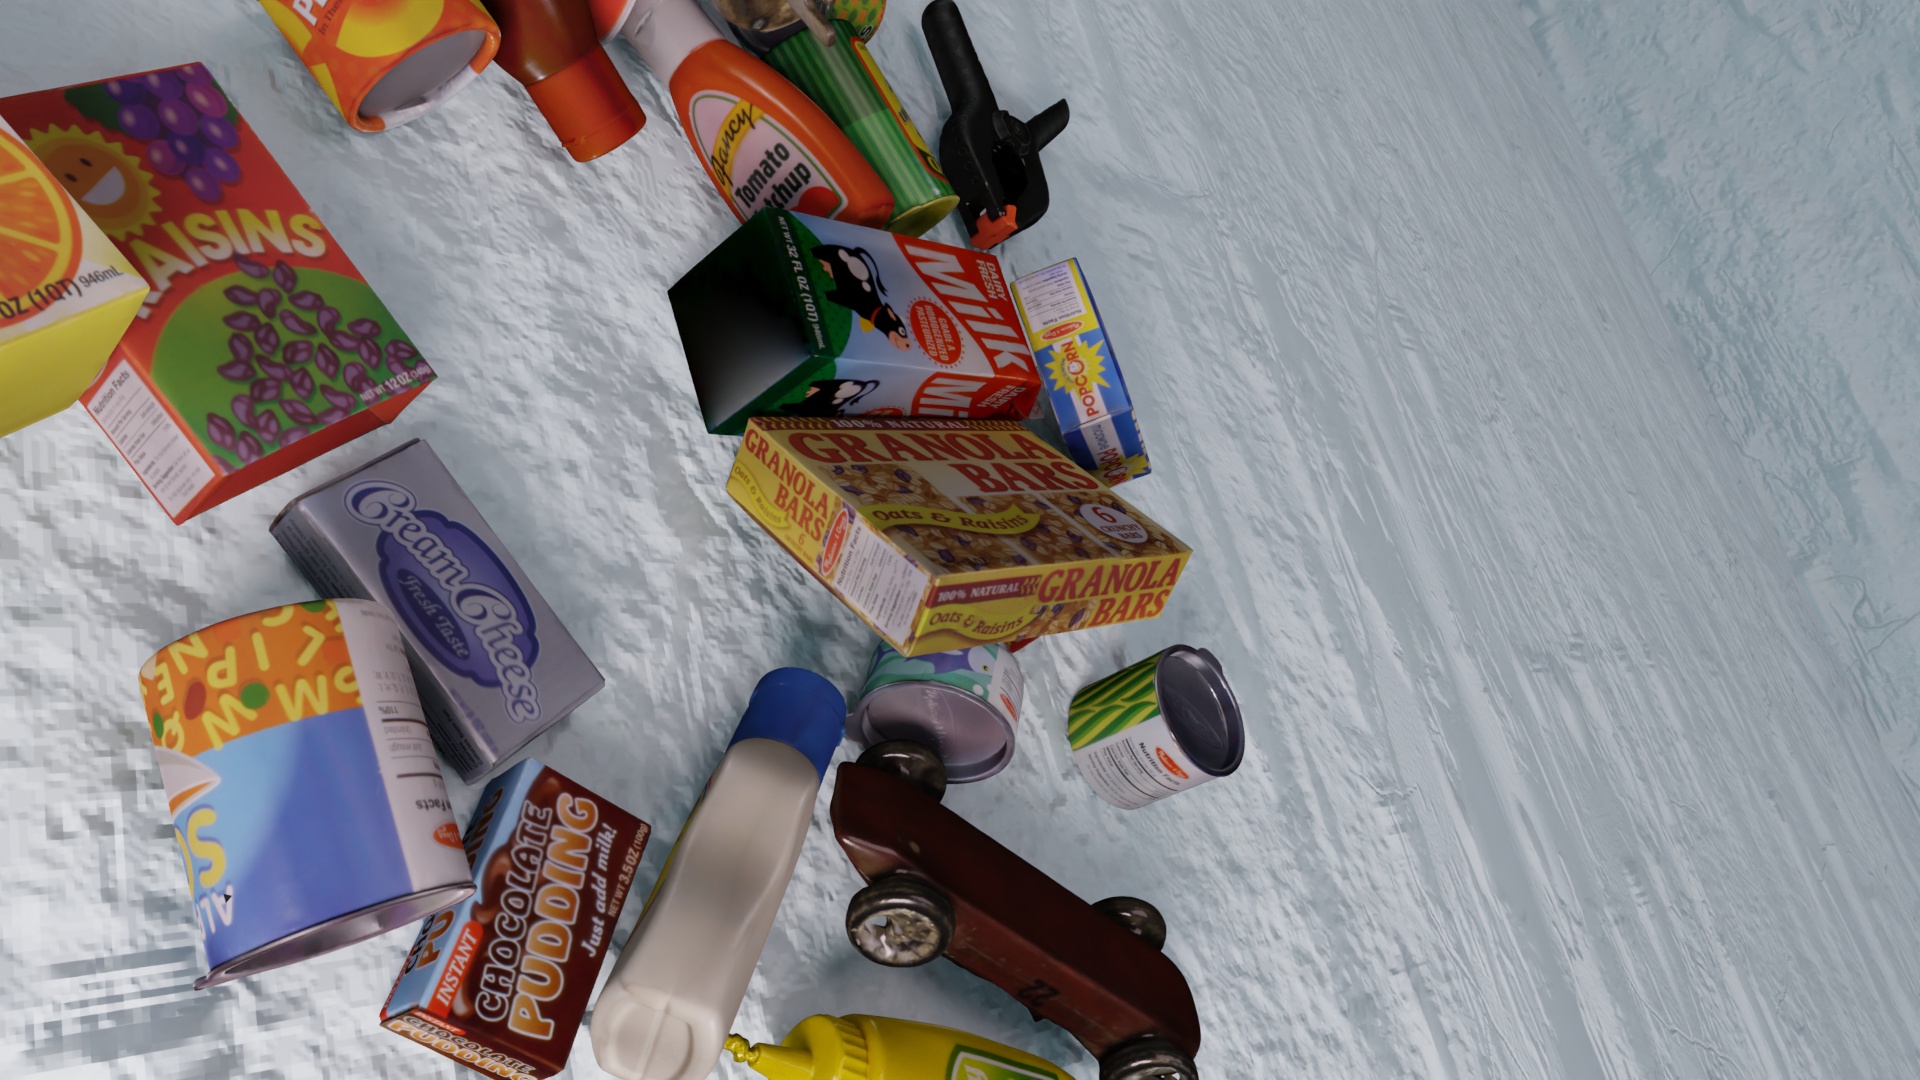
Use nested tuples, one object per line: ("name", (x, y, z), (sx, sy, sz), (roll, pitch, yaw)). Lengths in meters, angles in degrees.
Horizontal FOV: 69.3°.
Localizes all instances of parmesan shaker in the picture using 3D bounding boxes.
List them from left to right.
("parmesan shaker", (-0.054, -0.196, 0.686), (0.103, 0.071, 0.071), (59, 37, -1))

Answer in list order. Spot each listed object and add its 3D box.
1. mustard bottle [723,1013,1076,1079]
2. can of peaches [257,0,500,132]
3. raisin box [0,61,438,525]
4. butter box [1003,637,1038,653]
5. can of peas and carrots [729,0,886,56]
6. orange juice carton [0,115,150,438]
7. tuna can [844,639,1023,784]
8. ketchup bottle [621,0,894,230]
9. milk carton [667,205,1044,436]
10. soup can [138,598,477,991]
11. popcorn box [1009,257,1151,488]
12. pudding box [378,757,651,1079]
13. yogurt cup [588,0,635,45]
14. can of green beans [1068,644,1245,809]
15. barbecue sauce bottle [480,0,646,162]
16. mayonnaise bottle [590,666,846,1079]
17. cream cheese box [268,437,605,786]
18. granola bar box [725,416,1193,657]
("mustard bottle", (-0.017, 0.199, 0.480), (0.160, 0.048, 0.065), (33, 42, -31))
("can of peaches", (-0.212, -0.192, 0.505), (0.058, 0.071, 0.071), (55, 37, -7))
("raisin box", (-0.236, -0.078, 0.425), (0.123, 0.040, 0.086), (55, 38, -8))
("butter box", (0.041, 0.011, 0.694), (0.053, 0.024, 0.104), (57, 37, -2))
("can of peas and carrots", (-0.080, -0.283, 0.723), (0.071, 0.070, 0.059), (58, 36, -2))
("orange juice carton", (-0.305, -0.109, 0.339), (0.192, 0.072, 0.072), (52, 38, -9))
("tuna can", (-0.011, 0.067, 0.566), (0.071, 0.071, 0.033), (40, 40, -24))
("ketchup bottle", (-0.098, -0.192, 0.645), (0.149, 0.064, 0.044), (51, 34, 4))
("milk carton", (-0.031, -0.091, 0.640), (0.191, 0.073, 0.072), (-2, 68, -50))
("soup can", (-0.178, 0.067, 0.373), (0.071, 0.071, 0.084), (-6, 70, -51))
("popcorn box", (0.065, -0.082, 0.726), (0.126, 0.038, 0.085), (45, 25, -73))
("pudding box", (-0.133, 0.114, 0.420), (0.049, 0.030, 0.084), (38, 42, -25))
("yogurt cup", (-0.169, -0.259, 0.605), (0.054, 0.072, 0.073), (16, 54, -32))
("can of green beans", (0.094, 0.091, 0.672), (0.071, 0.057, 0.071), (28, 47, -35))
("barbecue sauce bottle", (-0.180, -0.224, 0.553), (0.044, 0.065, 0.148), (-53, 128, -32))
("mayonnaise bottle", (-0.076, 0.105, 0.468), (0.041, 0.064, 0.149), (22, 40, -2))
("cream cheese box", (-0.167, 0.022, 0.448), (0.103, 0.024, 0.053), (55, 37, -6))
("granola bar box", (0.002, -0.007, 0.595), (0.166, 0.039, 0.124), (-4, 35, -47))
